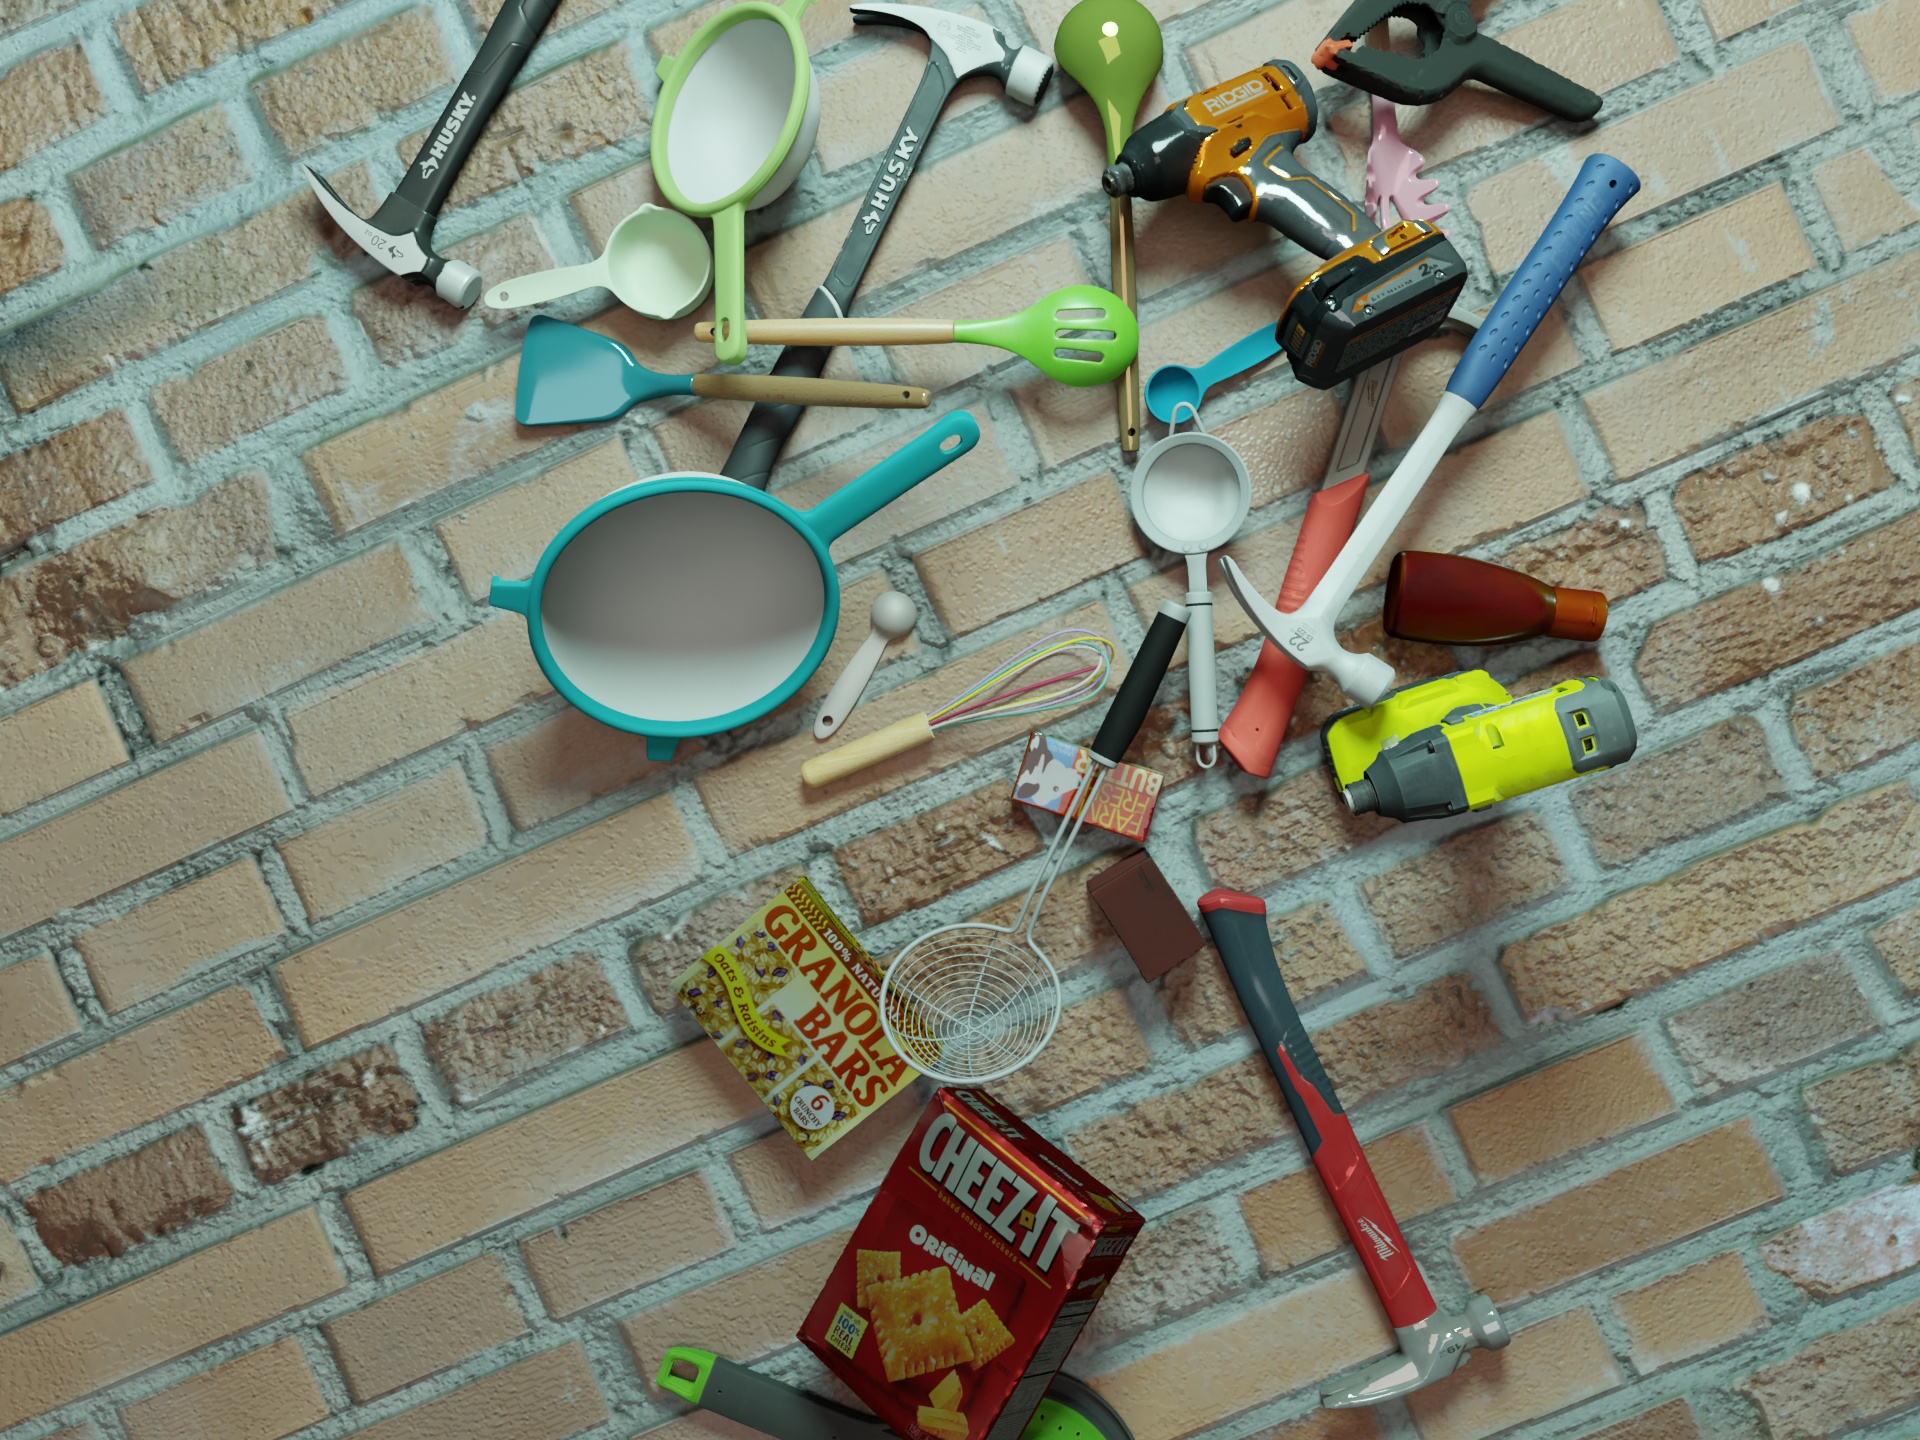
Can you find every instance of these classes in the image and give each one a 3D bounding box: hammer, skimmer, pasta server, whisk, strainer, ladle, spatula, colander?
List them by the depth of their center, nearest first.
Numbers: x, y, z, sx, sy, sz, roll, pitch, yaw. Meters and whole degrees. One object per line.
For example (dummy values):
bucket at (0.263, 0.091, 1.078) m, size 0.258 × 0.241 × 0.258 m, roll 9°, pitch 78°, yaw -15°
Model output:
hammer at (0.334, -0.214, 1.096) m, size 0.144 × 0.035 × 0.405 m, roll 34°, pitch 89°, yaw 0°
skimmer at (0.064, 0.080, 1.102) m, size 0.127 × 0.090 × 0.363 m, roll 28°, pitch 96°, yaw 24°
strainer at (-0.142, -0.130, 1.102) m, size 0.340 × 0.095 × 0.210 m, roll -32°, pitch 130°, yaw 8°
strainer at (-0.143, -0.365, 1.108) m, size 0.151 × 0.069 × 0.256 m, roll -8°, pitch 79°, yaw 37°
spatula at (-0.170, -0.236, 1.121) m, size 0.317 × 0.044 × 0.082 m, roll 8°, pitch 88°, yaw 23°
pasta server at (0.300, -0.480, 1.125) m, size 0.060 × 0.040 × 0.316 m, roll -5°, pitch 91°, yaw -16°
strainer at (0.169, -0.094, 1.136) m, size 0.087 × 0.050 × 0.258 m, roll -2°, pitch 91°, yaw 19°
hammer at (0.270, -0.130, 1.139) m, size 0.149 × 0.037 × 0.359 m, roll 17°, pitch 92°, yaw 0°
ladle at (0.113, -0.354, 1.141) m, size 0.078 × 0.062 × 0.320 m, roll -4°, pitch 99°, yaw -7°
colander at (-0.038, 0.552, 1.146) m, size 0.397 × 0.094 × 0.204 m, roll 21°, pitch 93°, yaw 1°
hammer at (-0.089, -0.321, 1.147) m, size 0.149 × 0.036 × 0.409 m, roll 27°, pitch 93°, yaw 2°
hammer at (-0.341, -0.478, 1.150) m, size 0.146 × 0.035 × 0.335 m, roll 31°, pitch 93°, yaw 0°
whisk at (-0.001, -0.002, 1.154) m, size 0.245 × 0.047 × 0.051 m, roll -23°, pitch 80°, yaw 7°
hammer at (0.252, 0.306, 1.155) m, size 0.143 × 0.038 × 0.386 m, roll -25°, pitch 91°, yaw 4°

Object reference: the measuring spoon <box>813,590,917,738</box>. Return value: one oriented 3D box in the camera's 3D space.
measuring spoon at (-0.073, -0.039, 1.164) m, size 0.034 × 0.018 × 0.124 m, roll 32°, pitch 94°, yaw 0°

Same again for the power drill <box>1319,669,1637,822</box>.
power drill at (0.319, 0.019, 1.049) m, size 0.171 × 0.223 × 0.080 m, roll -18°, pitch 91°, yaw 3°

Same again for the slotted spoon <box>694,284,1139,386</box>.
slotted spoon at (-0.030, -0.271, 1.118) m, size 0.314 × 0.031 × 0.070 m, roll 1°, pitch 100°, yaw 2°

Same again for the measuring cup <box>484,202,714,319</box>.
measuring cup at (-0.259, -0.319, 1.152) m, size 0.167 × 0.038 × 0.083 m, roll -11°, pitch 92°, yaw 4°

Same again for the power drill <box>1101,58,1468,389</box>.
power drill at (0.210, -0.335, 1.070) m, size 0.164 × 0.084 × 0.227 m, roll -28°, pitch 70°, yaw -17°

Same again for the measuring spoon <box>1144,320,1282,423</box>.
measuring spoon at (0.188, -0.256, 1.151) m, size 0.128 × 0.021 × 0.042 m, roll -30°, pitch 100°, yaw -6°
